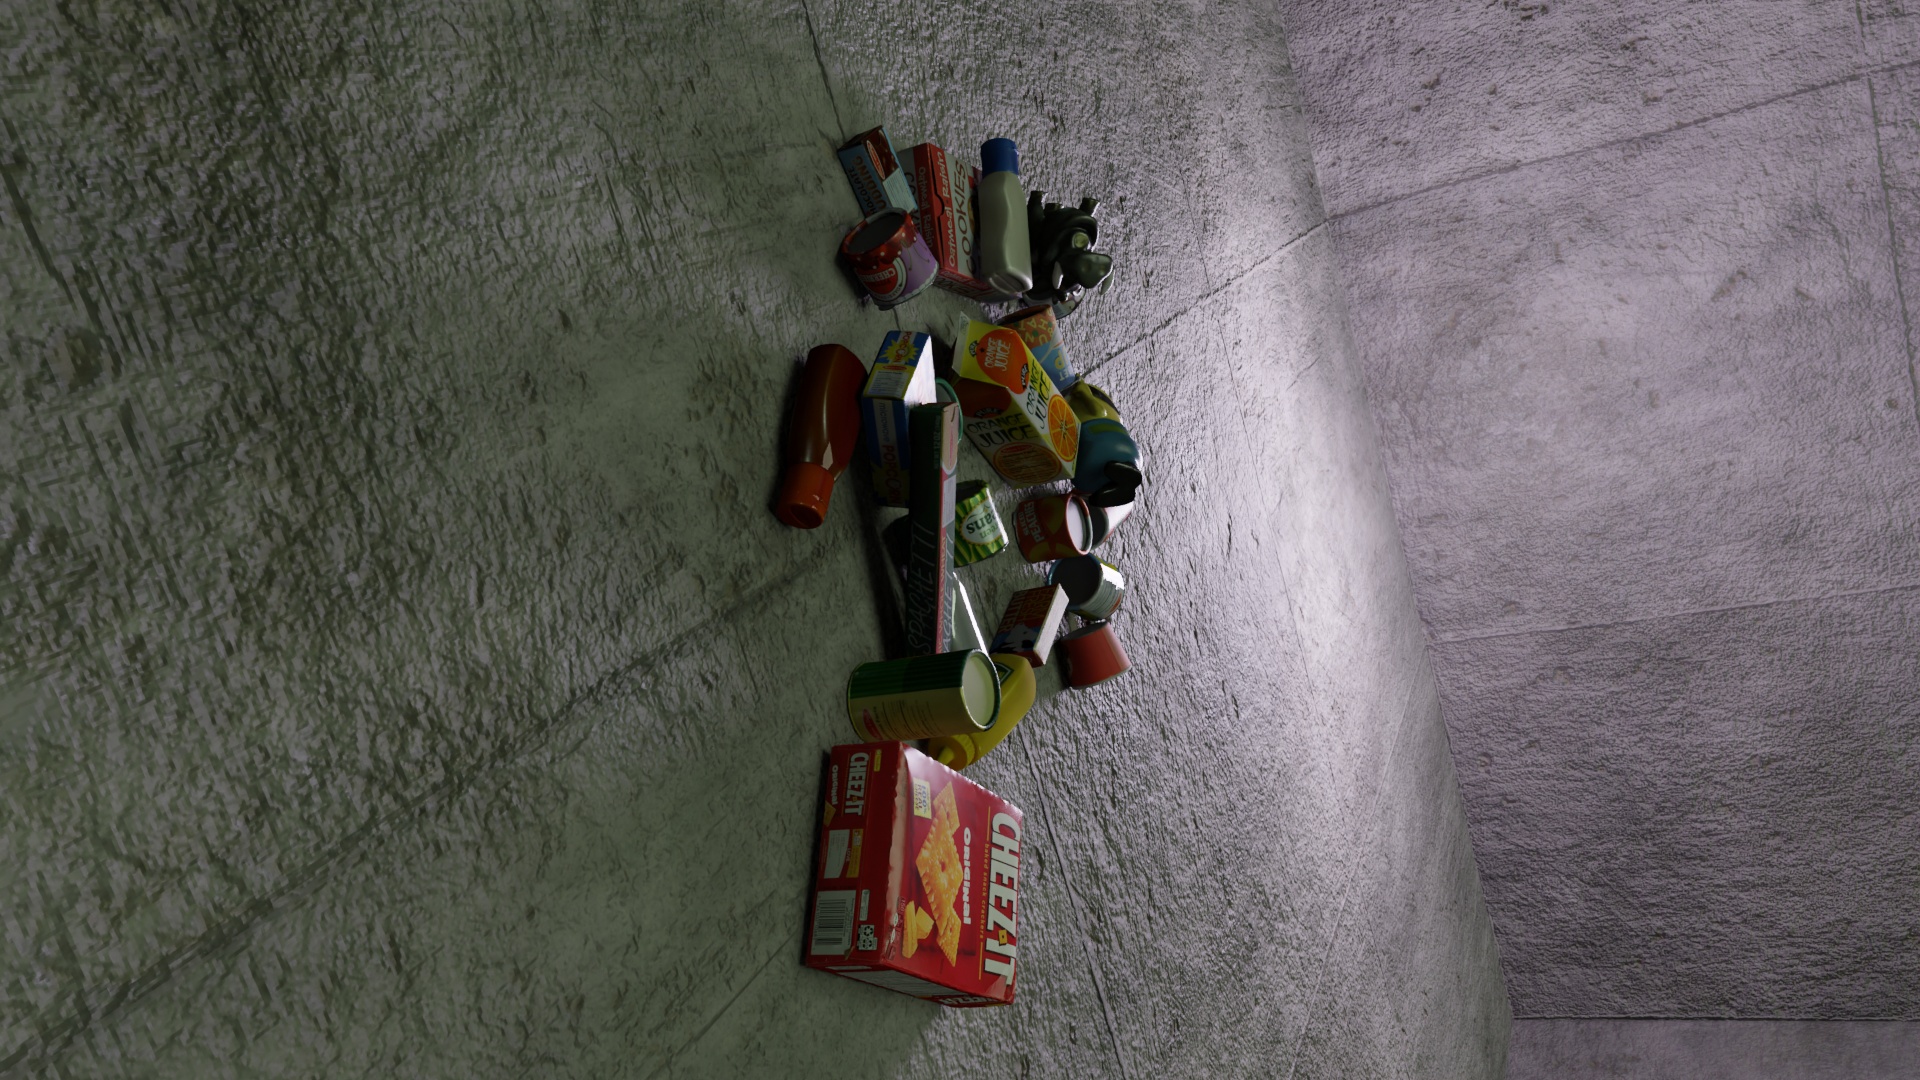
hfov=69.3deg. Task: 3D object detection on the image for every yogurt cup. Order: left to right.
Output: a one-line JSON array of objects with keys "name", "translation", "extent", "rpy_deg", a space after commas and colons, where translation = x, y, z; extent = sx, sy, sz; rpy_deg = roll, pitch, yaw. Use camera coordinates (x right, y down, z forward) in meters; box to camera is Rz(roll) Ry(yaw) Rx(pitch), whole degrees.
[{"name": "yogurt cup", "translation": [0.138, 0.119, 1.448], "extent": [0.072, 0.072, 0.054], "rpy_deg": [-28, 97, -61]}]

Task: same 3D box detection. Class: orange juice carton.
[{"name": "orange juice carton", "translation": [0.042, -0.135, 1.345], "extent": [0.192, 0.073, 0.072], "rpy_deg": [48, 41, -44]}]

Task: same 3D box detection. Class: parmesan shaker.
[{"name": "parmesan shaker", "translation": [-0.027, 0.125, 1.095], "extent": [0.071, 0.103, 0.071], "rpy_deg": [30, 55, -56]}]

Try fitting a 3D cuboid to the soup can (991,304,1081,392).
[{"name": "soup can", "translation": [0.078, -0.195, 1.433], "extent": [0.072, 0.071, 0.083], "rpy_deg": [-49, 123, -56]}]

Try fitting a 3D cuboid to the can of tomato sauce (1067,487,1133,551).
[{"name": "can of tomato sauce", "translation": [0.144, -0.033, 1.502], "extent": [0.083, 0.071, 0.071], "rpy_deg": [-40, 116, -58]}]

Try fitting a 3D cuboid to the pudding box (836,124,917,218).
[{"name": "pudding box", "translation": [-0.073, -0.322, 1.240], "extent": [0.083, 0.030, 0.050], "rpy_deg": [65, 32, -25]}]

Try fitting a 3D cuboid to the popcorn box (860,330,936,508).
[{"name": "popcorn box", "translation": [-0.048, -0.099, 1.154], "extent": [0.126, 0.038, 0.085], "rpy_deg": [85, 16, -46]}]

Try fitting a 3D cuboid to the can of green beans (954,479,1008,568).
[{"name": "can of green beans", "translation": [0.003, -0.015, 1.236], "extent": [0.071, 0.071, 0.057], "rpy_deg": [-49, 123, -56]}]

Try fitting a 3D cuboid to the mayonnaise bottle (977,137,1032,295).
[{"name": "mayonnaise bottle", "translation": [0.041, -0.318, 1.354], "extent": [0.065, 0.041, 0.148], "rpy_deg": [24, 59, -60]}]

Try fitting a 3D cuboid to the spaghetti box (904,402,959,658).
[{"name": "spaghetti box", "translation": [-0.024, 0.012, 1.140], "extent": [0.050, 0.029, 0.249], "rpy_deg": [-35, 129, -72]}]

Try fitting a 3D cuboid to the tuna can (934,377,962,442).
[{"name": "tuna can", "translation": [-0.026, -0.112, 1.252], "extent": [0.071, 0.033, 0.071], "rpy_deg": [28, 57, -55]}]

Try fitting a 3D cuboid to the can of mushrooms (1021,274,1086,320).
[{"name": "can of mushrooms", "translation": [0.101, -0.276, 1.508], "extent": [0.033, 0.071, 0.071], "rpy_deg": [43, 45, -47]}]

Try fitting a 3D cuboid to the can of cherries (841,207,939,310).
[{"name": "can of cherries", "translation": [-0.061, -0.242, 1.195], "extent": [0.058, 0.071, 0.072], "rpy_deg": [57, 36, -37]}]

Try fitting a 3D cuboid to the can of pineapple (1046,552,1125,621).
[{"name": "can of pineapple", "translation": [0.130, 0.046, 1.455], "extent": [0.058, 0.071, 0.071], "rpy_deg": [27, 58, -56]}]

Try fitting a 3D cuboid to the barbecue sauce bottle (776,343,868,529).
[{"name": "barbecue sauce bottle", "translation": [-0.108, -0.079, 1.077], "extent": [0.064, 0.043, 0.149], "rpy_deg": [57, 35, -48]}]

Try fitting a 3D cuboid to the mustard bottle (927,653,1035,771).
[{"name": "mustard bottle", "translation": [0.011, 0.155, 1.200], "extent": [0.161, 0.065, 0.048], "rpy_deg": [-47, 126, -52]}]

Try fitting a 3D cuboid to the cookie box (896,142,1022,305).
[{"name": "cookie box", "translation": [0.002, -0.307, 1.362], "extent": [0.167, 0.040, 0.123], "rpy_deg": [2, 79, -62]}]

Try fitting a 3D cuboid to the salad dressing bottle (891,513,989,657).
[{"name": "salad dressing bottle", "translation": [-0.018, 0.047, 1.202], "extent": [0.147, 0.044, 0.064], "rpy_deg": [71, 23, -14]}]

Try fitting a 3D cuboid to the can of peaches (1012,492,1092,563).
[{"name": "can of peaches", "translation": [0.095, -0.013, 1.416], "extent": [0.071, 0.058, 0.071], "rpy_deg": [29, 56, -56]}]

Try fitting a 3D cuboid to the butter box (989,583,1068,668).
[{"name": "butter box", "translation": [0.066, 0.084, 1.334], "extent": [0.024, 0.053, 0.104], "rpy_deg": [61, 32, -26]}]
